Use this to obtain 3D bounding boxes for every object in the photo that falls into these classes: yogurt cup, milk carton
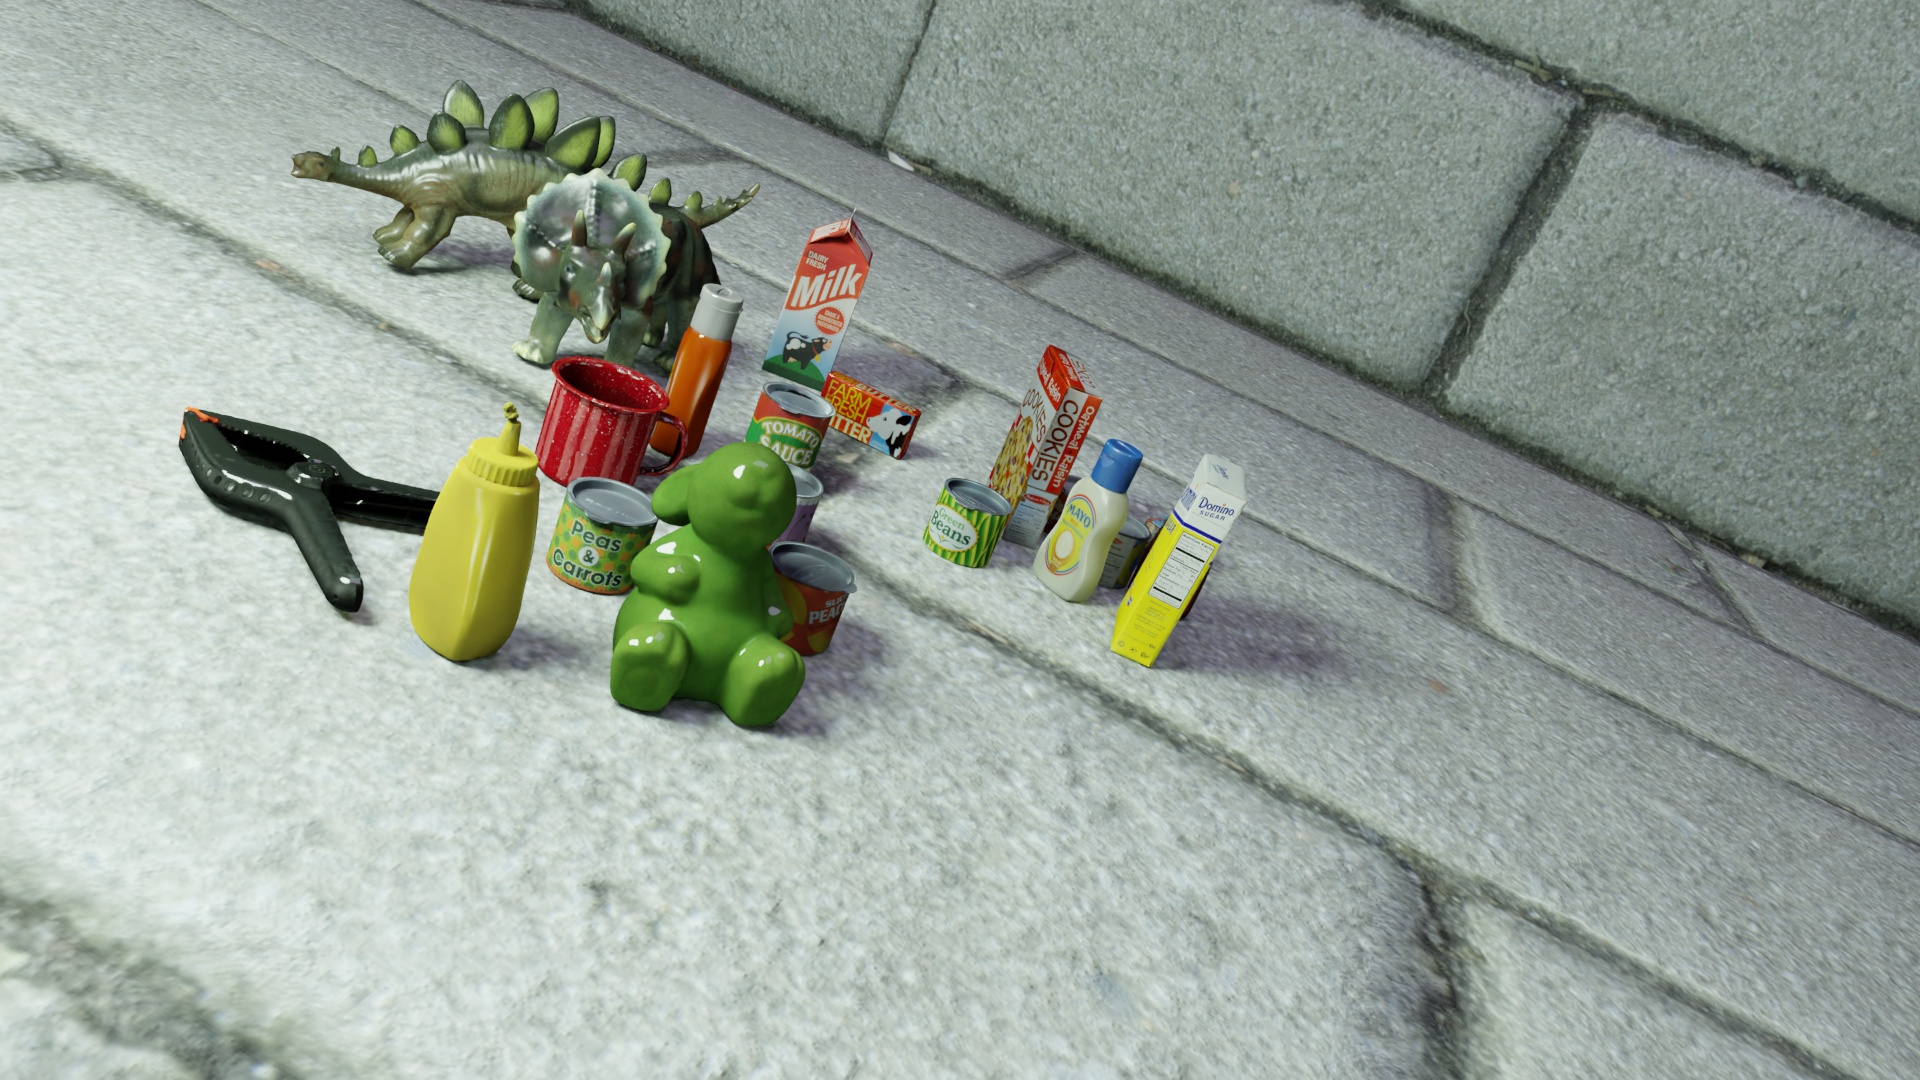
[{"bbox_3d":[0.117,-0.028,1.404,0.072,0.053,0.073,20,22,-8],"label":"yogurt cup"},{"bbox_3d":[-0.148,-0.267,1.503,0.073,0.189,0.072,20,21,-9],"label":"milk carton"}]

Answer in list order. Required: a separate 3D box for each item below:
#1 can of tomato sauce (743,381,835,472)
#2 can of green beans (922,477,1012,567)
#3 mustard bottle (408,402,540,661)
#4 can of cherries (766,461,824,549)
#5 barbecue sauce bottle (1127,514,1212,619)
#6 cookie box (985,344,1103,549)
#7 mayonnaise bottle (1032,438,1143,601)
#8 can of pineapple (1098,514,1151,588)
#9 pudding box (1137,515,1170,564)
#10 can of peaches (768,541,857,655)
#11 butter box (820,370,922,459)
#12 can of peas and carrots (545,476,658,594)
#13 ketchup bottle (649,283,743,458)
[{"bbox_3d":[-0.156,-0.088,1.227,0.071,0.082,0.071,20,22,-8],"label":"can of tomato sauce"},{"bbox_3d":[0.006,-0.016,1.258,0.071,0.057,0.071,20,22,-8],"label":"can of green beans"},{"bbox_3d":[-0.278,-0.008,0.814,0.065,0.159,0.049,35,24,26],"label":"mustard bottle"},{"bbox_3d":[-0.153,-0.027,1.122,0.071,0.058,0.072,20,22,-8],"label":"can of cherries"},{"bbox_3d":[0.215,0.000,1.309,0.065,0.148,0.044,18,22,-15],"label":"barbecue sauce bottle"},{"bbox_3d":[0.078,-0.094,1.363,0.040,0.166,0.123,18,22,-15],"label":"cookie box"},{"bbox_3d":[0.118,-0.020,1.259,0.041,0.147,0.065,3,29,-42],"label":"mayonnaise bottle"},{"bbox_3d":[0.144,0.005,1.348,0.071,0.057,0.071,20,22,-8],"label":"can of pineapple"},{"bbox_3d":[0.214,0.001,1.440,0.030,0.049,0.084,36,25,30],"label":"pudding box"},{"bbox_3d":[-0.114,0.043,1.000,0.071,0.057,0.071,20,22,-8],"label":"can of peaches"},{"bbox_3d":[-0.096,-0.129,1.422,0.103,0.053,0.024,26,21,7],"label":"butter box"},{"bbox_3d":[-0.250,-0.002,0.967,0.071,0.058,0.071,20,22,-8],"label":"can of peas and carrots"},{"bbox_3d":[-0.227,-0.147,1.203,0.043,0.148,0.065,22,21,-5],"label":"ketchup bottle"}]
